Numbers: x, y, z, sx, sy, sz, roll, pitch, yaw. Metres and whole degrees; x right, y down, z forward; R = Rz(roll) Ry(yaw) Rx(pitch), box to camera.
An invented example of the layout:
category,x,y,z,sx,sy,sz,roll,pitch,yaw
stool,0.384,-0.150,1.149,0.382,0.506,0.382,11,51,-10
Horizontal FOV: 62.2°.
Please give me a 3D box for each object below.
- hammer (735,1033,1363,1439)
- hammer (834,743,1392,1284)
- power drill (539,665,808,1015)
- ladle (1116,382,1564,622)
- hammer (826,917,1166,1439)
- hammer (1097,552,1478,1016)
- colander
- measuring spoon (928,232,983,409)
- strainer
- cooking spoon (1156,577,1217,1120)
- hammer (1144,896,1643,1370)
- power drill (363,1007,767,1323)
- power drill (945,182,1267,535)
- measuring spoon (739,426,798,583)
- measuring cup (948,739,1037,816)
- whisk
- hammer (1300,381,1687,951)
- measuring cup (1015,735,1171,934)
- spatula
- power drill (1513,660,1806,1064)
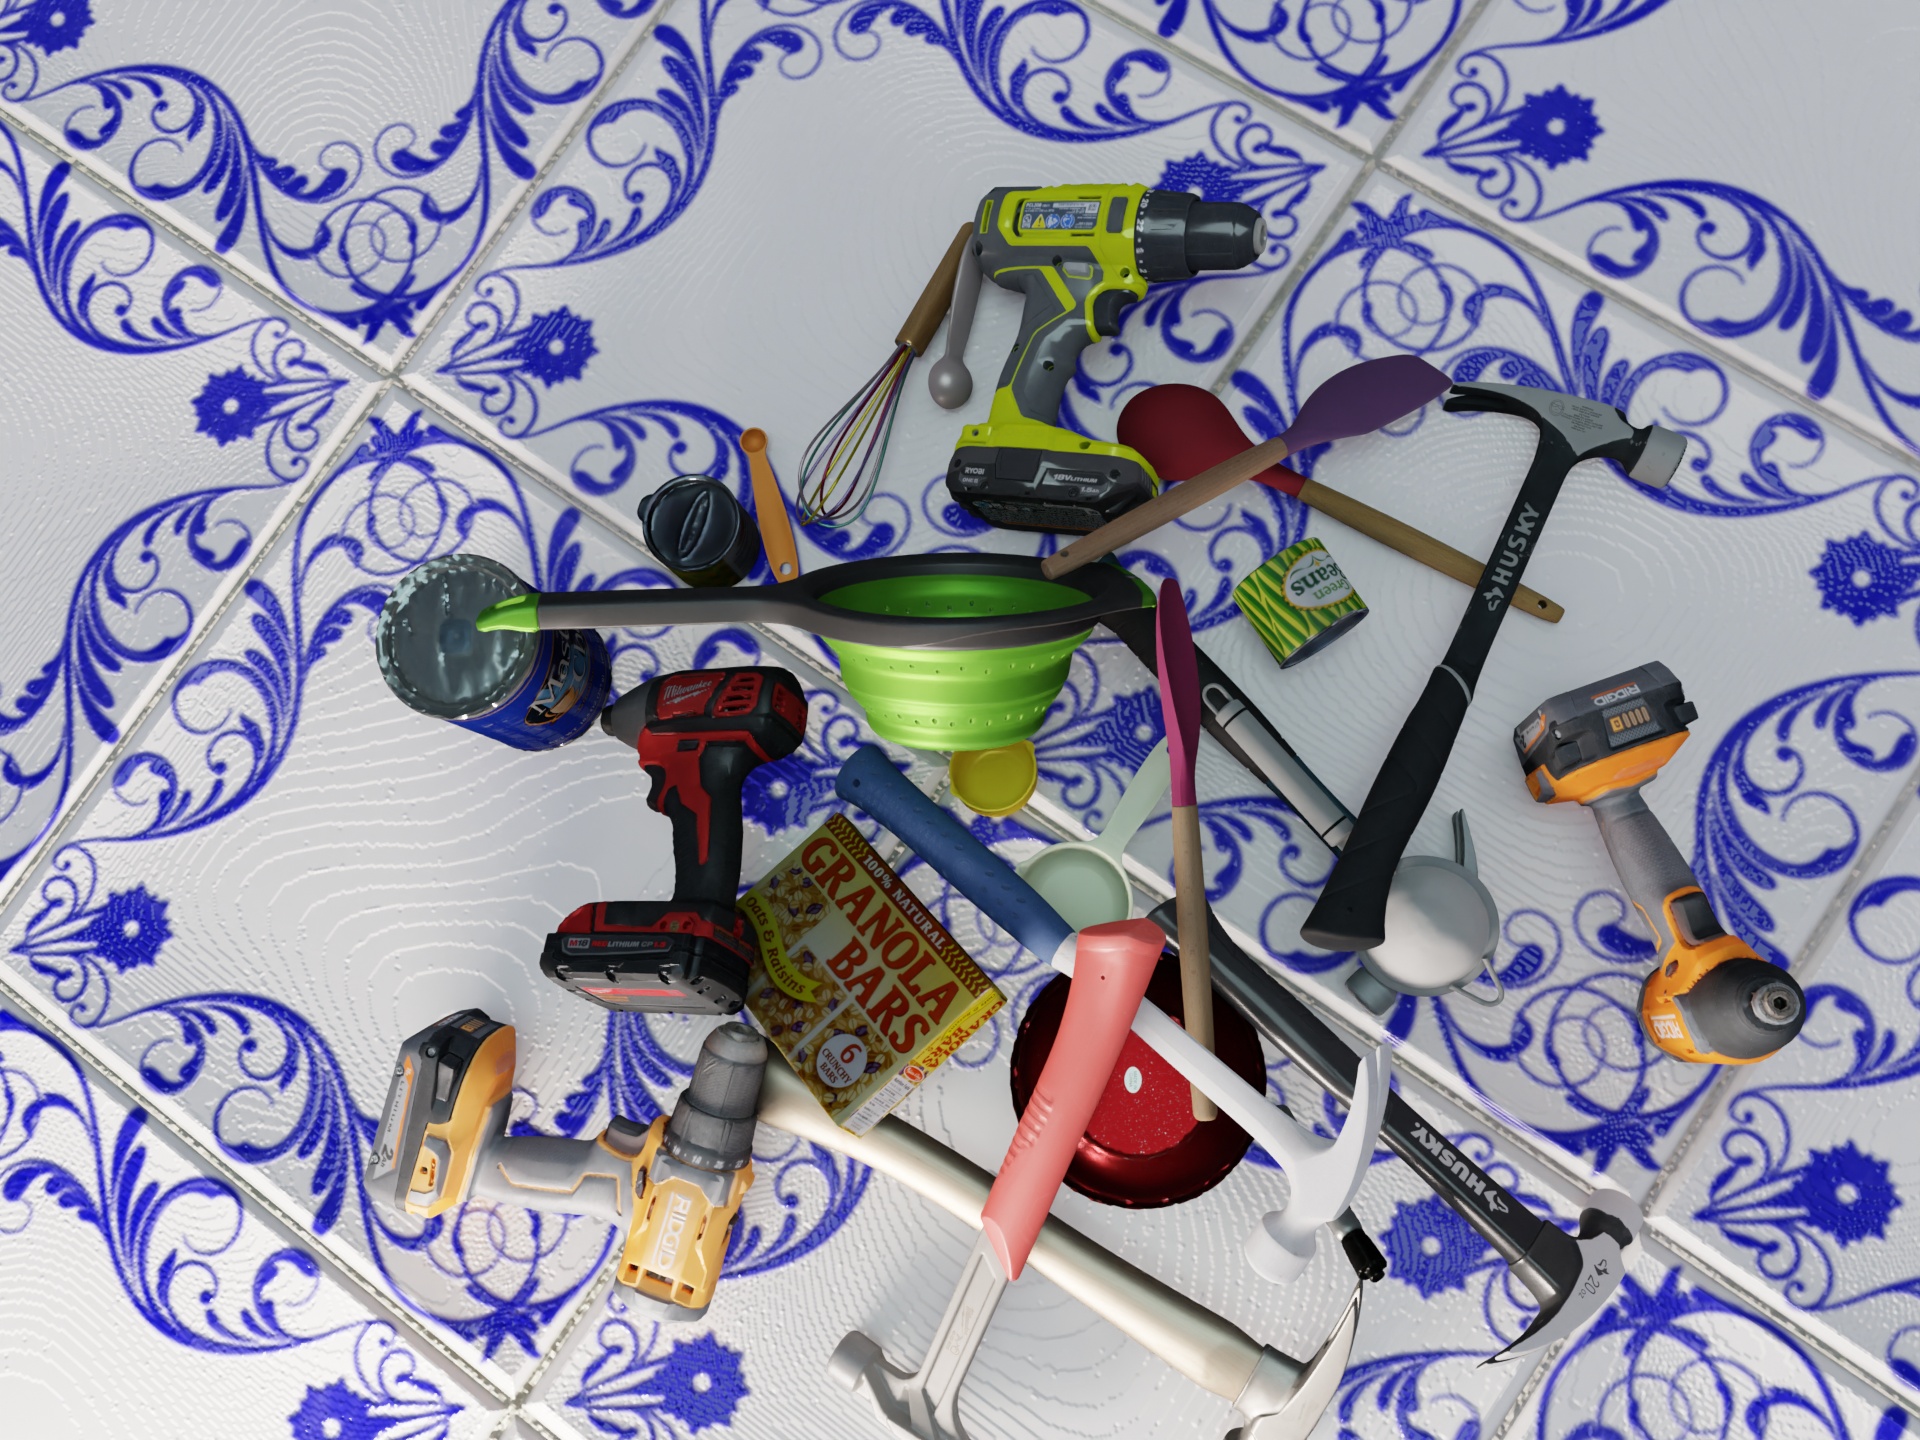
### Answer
category,x,y,z,sx,sy,sz,roll,pitch,yaw
hammer,0.036,0.297,0.963,0.411,0.038,0.146,29,110,13
hammer,0.072,0.137,0.938,0.406,0.035,0.144,39,114,30
power drill,-0.183,0.069,1.006,0.143,0.078,0.220,-2,63,23
ladle,0.246,-0.139,1.039,0.315,0.031,0.069,28,85,9
hammer,0.044,0.278,0.915,0.149,0.036,0.359,27,107,19
hammer,0.193,0.022,1.013,0.128,0.033,0.331,-42,79,-1
colander,-0.084,-0.036,0.961,0.397,0.205,0.094,-3,107,-8
measuring spoon,0.004,-0.272,1.078,0.018,0.034,0.124,7,86,52
strainer,0.233,0.075,0.965,0.087,0.050,0.258,-44,75,15
cooking spoon,0.133,0.076,0.934,0.017,0.068,0.319,-4,90,23
hammer,0.239,0.227,0.941,0.335,0.035,0.146,42,51,14
power drill,-0.235,0.250,0.987,0.226,0.084,0.185,18,97,7
power drill,0.089,-0.240,1.031,0.190,0.080,0.228,8,81,23
measuring spoon,-0.130,-0.145,1.092,0.021,0.011,0.117,-15,83,3
measuring cup,-0.002,-0.003,1.049,0.062,0.029,0.157,-31,67,-2
whisk,-0.044,-0.234,1.079,0.051,0.047,0.245,27,81,11
hammer,0.303,-0.040,0.968,0.149,0.036,0.409,26,71,13
measuring cup,0.097,0.078,1.012,0.083,0.038,0.167,33,85,11
spatula,0.180,-0.163,1.003,0.316,0.018,0.060,-30,53,-19
power drill,0.407,0.087,0.913,0.084,0.164,0.227,-20,77,4
